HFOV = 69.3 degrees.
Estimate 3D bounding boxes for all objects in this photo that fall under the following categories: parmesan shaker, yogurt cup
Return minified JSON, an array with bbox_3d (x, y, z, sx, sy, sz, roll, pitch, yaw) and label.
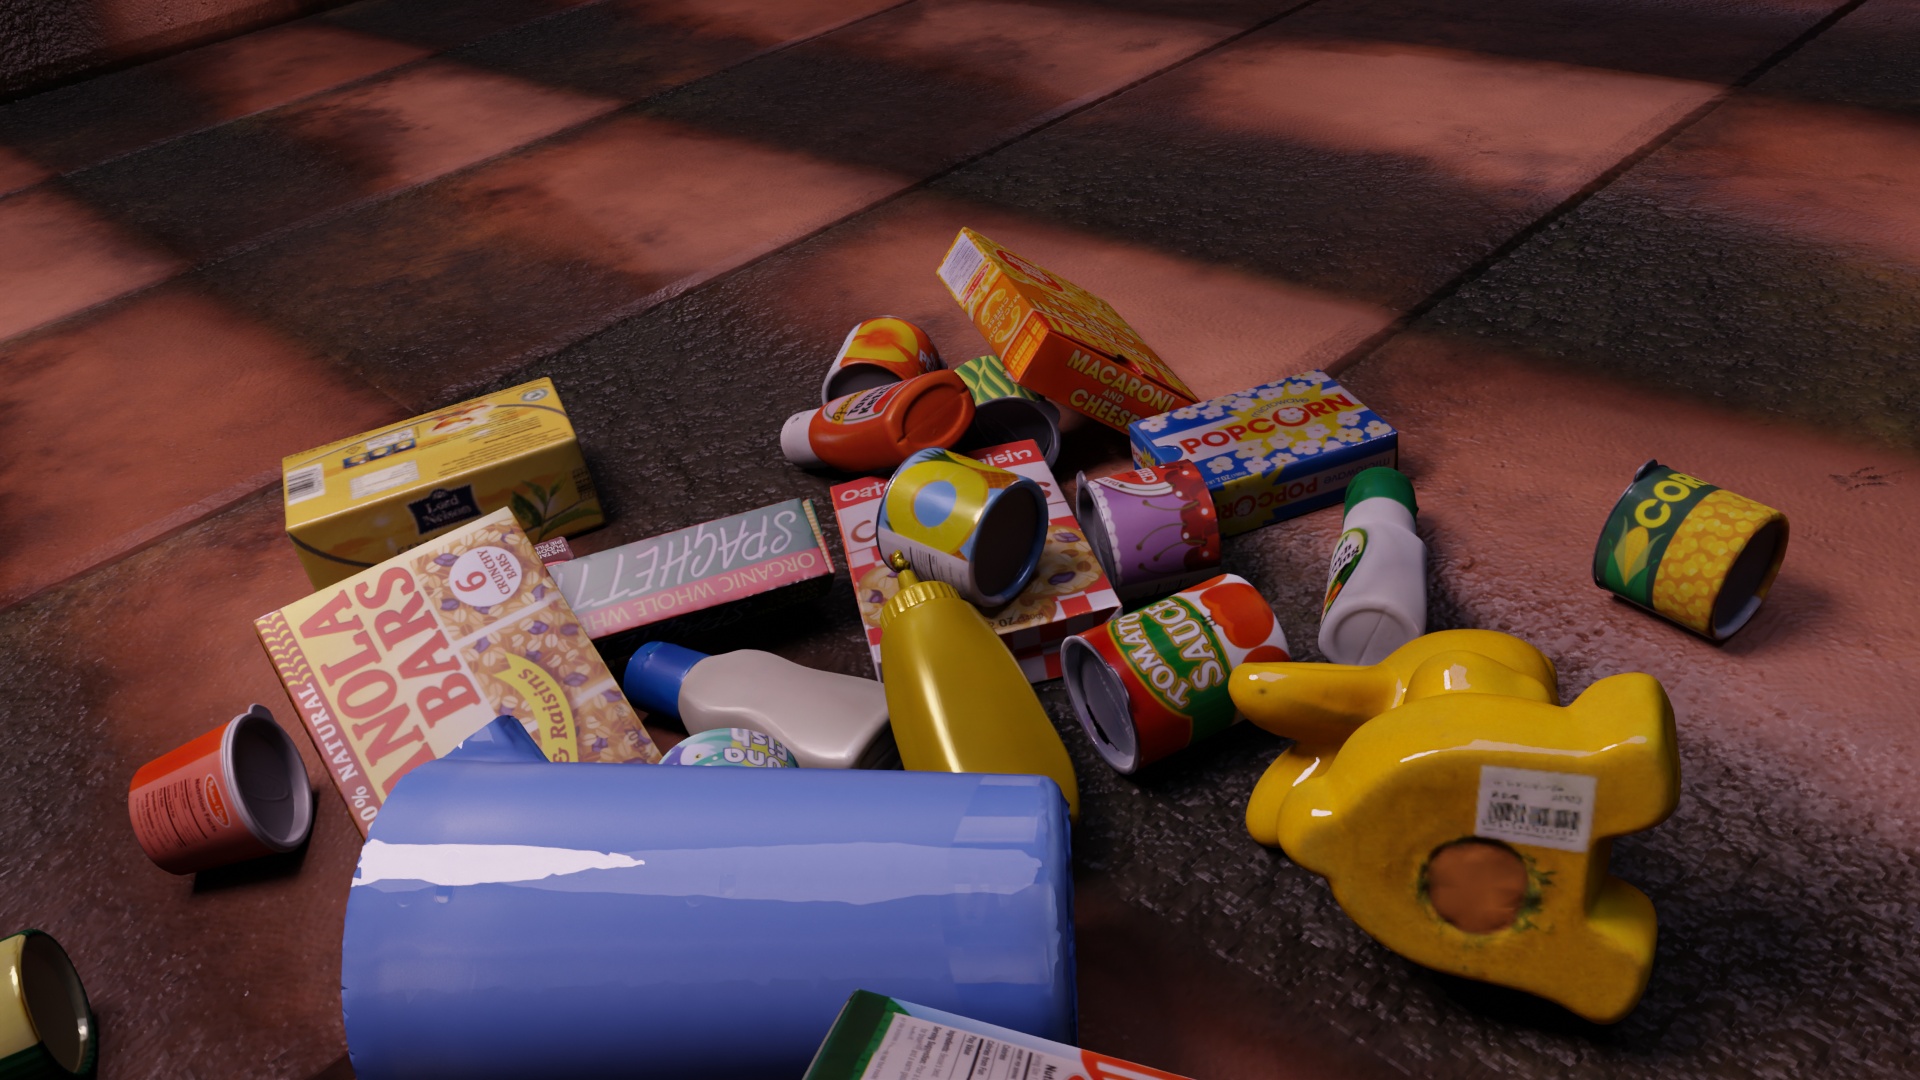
[{"bbox_3d":[-0.404,0.205,0.538,0.103,0.071,0.071,-21,36,-17],"label":"parmesan shaker"},{"bbox_3d":[-0.344,0.120,0.646,0.054,0.072,0.073,-20,35,-2],"label":"yogurt cup"}]

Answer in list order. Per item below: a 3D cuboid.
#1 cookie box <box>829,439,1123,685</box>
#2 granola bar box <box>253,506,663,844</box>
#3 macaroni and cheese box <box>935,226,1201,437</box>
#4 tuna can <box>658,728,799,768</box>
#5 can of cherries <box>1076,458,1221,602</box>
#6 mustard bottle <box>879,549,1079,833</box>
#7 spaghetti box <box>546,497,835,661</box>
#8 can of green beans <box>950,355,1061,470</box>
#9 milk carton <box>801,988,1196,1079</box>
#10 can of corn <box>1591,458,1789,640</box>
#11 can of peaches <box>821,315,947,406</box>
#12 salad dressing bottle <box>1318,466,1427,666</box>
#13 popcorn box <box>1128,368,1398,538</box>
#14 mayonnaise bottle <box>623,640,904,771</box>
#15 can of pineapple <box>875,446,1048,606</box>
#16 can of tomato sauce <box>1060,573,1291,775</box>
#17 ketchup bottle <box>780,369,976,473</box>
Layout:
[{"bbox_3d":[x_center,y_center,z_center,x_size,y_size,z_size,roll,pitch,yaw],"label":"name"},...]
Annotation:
[{"bbox_3d":[0.004,0.013,0.738,0.123,0.040,0.168,-13,35,-6],"label":"cookie box"},{"bbox_3d":[-0.223,0.080,0.631,0.124,0.039,0.166,-28,68,-23],"label":"granola bar box"},{"bbox_3d":[0.065,-0.127,0.866,0.124,0.040,0.167,21,22,-30],"label":"macaroni and cheese box"},{"bbox_3d":[-0.098,0.113,0.593,0.071,0.070,0.033,-12,34,-3],"label":"tuna can"},{"bbox_3d":[0.096,-0.007,0.719,0.058,0.071,0.072,-13,35,-6],"label":"can of cherries"},{"bbox_3d":[-0.002,0.067,0.615,0.065,0.048,0.161,0,47,-29],"label":"mustard bottle"},{"bbox_3d":[-0.188,0.036,0.703,0.251,0.028,0.050,-16,65,-17],"label":"spaghetti box"},{"bbox_3d":[0.022,-0.069,0.829,0.071,0.071,0.058,-11,34,-2],"label":"can of green beans"},{"bbox_3d":[0.045,0.199,0.397,0.191,0.072,0.073,12,8,8],"label":"milk carton"},{"bbox_3d":[0.341,0.003,0.649,0.071,0.070,0.058,-29,40,-26],"label":"can of corn"},{"bbox_3d":[-0.048,-0.102,0.892,0.071,0.071,0.058,0,36,14],"label":"can of peaches"},{"bbox_3d":[0.205,0.011,0.683,0.044,0.064,0.148,20,32,8],"label":"salad dressing bottle"},{"bbox_3d":[0.172,-0.050,0.792,0.127,0.038,0.085,-17,37,-11],"label":"popcorn box"},{"bbox_3d":[-0.095,0.082,0.664,0.148,0.041,0.065,13,33,30],"label":"mayonnaise bottle"},{"bbox_3d":[0.002,-0.008,0.675,0.058,0.070,0.071,20,44,33],"label":"can of pineapple"},{"bbox_3d":[0.098,0.058,0.627,0.083,0.070,0.071,-21,36,-17],"label":"can of tomato sauce"},{"bbox_3d":[-0.056,-0.065,0.817,0.065,0.043,0.148,-40,19,-30],"label":"ketchup bottle"}]
